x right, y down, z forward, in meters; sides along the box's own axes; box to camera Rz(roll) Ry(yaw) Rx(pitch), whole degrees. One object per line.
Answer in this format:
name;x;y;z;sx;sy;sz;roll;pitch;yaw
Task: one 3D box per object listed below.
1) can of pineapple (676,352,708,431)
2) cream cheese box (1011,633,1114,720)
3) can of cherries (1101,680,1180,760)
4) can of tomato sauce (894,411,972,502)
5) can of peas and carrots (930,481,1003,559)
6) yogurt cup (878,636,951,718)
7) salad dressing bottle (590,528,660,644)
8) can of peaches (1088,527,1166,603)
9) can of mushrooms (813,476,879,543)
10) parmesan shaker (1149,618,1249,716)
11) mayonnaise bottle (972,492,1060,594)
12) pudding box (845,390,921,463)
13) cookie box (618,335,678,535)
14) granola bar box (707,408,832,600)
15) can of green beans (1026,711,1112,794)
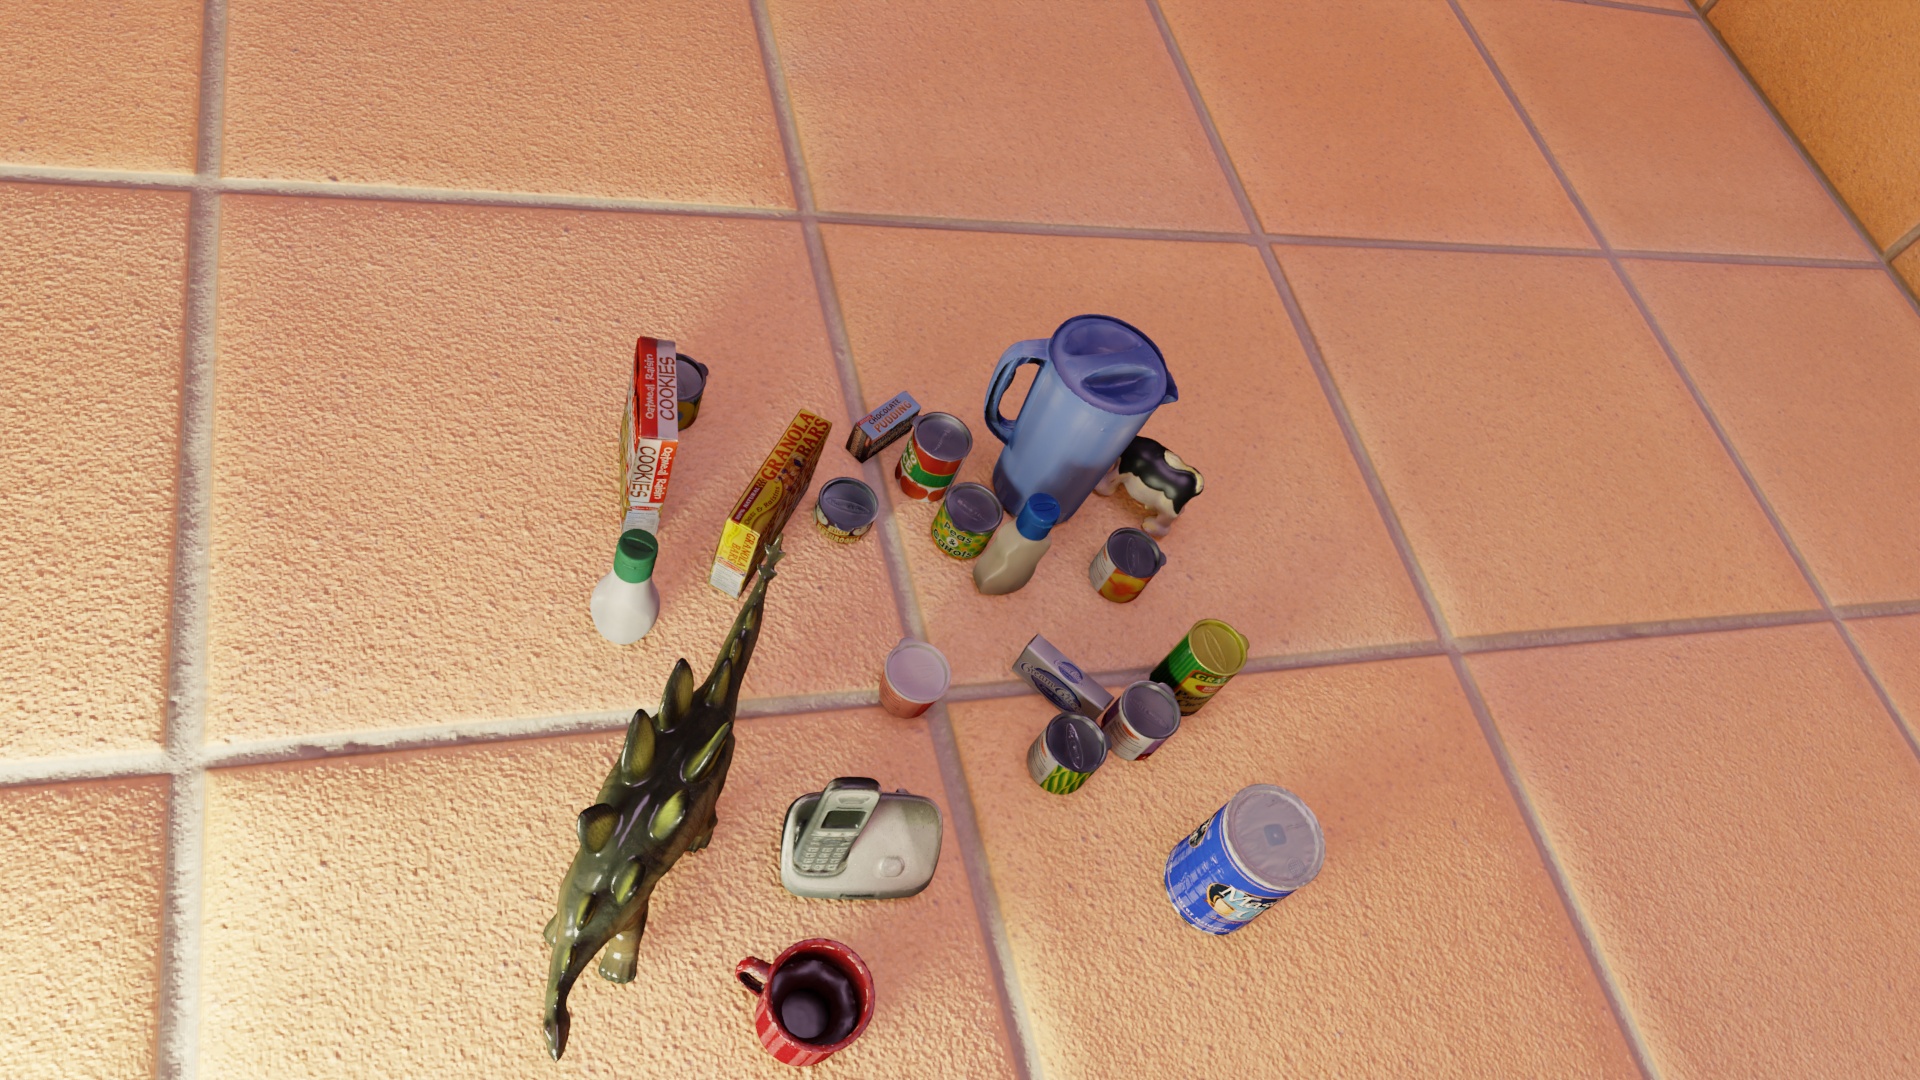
can of pineapple;-0.308;-0.158;1.486;0.071;0.057;0.071;10;55;-14
cream cheese box;0.105;0.147;1.438;0.104;0.053;0.024;40;53;8
can of cherries;0.188;0.186;1.440;0.071;0.058;0.072;10;55;-14
can of tomato sauce;-0.032;-0.092;1.530;0.071;0.082;0.071;10;55;-14
can of peas and carrots;0.005;-0.019;1.510;0.071;0.058;0.071;10;55;-14
yogurt cup;-0.049;0.142;1.383;0.072;0.053;0.073;10;54;-14
salad dressing bottle;-0.308;0.043;1.292;0.064;0.146;0.044;22;53;-5
can of peaches;0.185;0.029;1.546;0.071;0.057;0.071;10;55;-14
can of mushrooms;-0.123;-0.030;1.485;0.071;0.033;0.071;10;54;-14
parmesan shaker;0.253;0.136;1.471;0.071;0.102;0.071;10;55;-14
mayonnaise bottle;0.063;0.004;1.460;0.065;0.147;0.041;-9;61;-26
pudding box;-0.086;-0.128;1.555;0.030;0.049;0.084;44;54;11
cookie box;-0.312;-0.101;1.377;0.040;0.166;0.123;3;57;-19
granola bar box;-0.194;-0.038;1.406;0.039;0.123;0.166;28;52;-1
can of green beans;0.106;0.214;1.390;0.071;0.057;0.071;10;55;-14
